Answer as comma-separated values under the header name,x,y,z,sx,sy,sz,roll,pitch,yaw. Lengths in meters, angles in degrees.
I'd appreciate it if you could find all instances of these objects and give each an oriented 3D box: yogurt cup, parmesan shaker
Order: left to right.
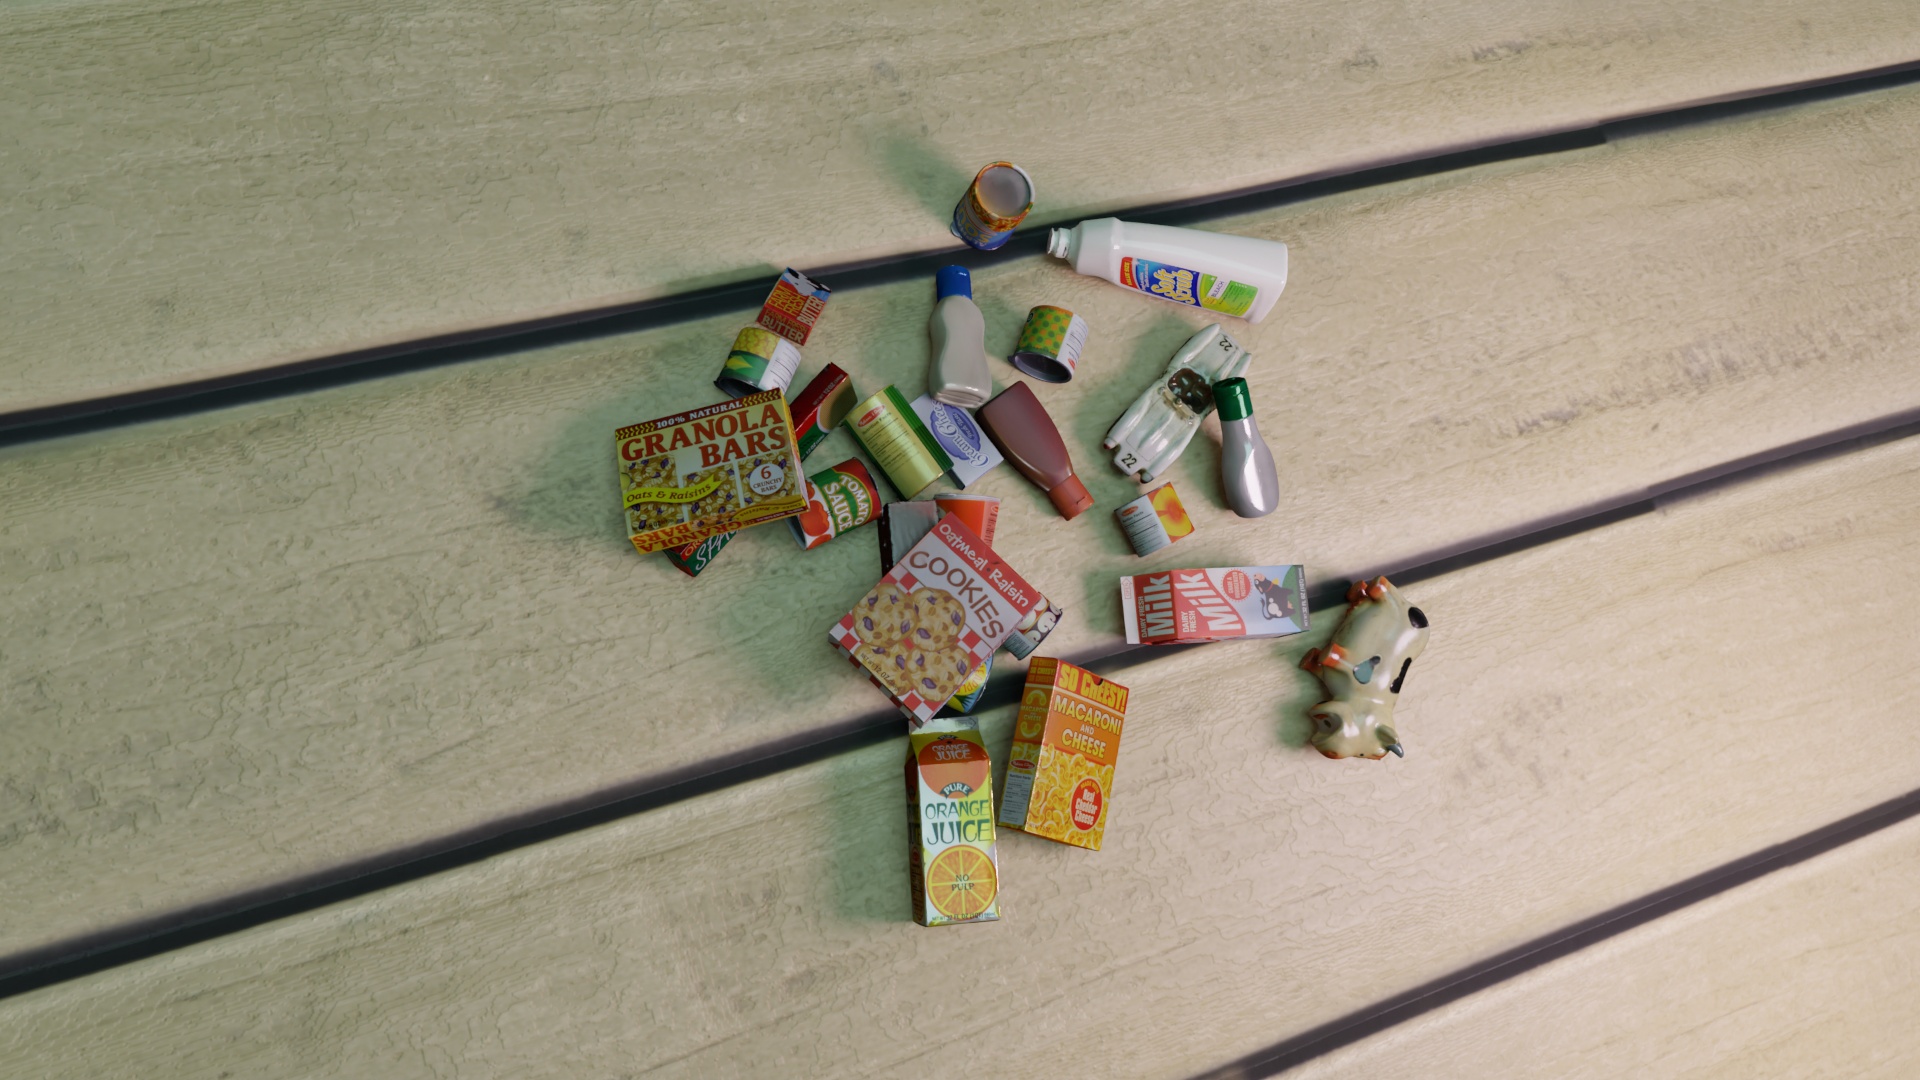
name,x,y,z,sx,sy,sz,roll,pitch,yaw
parmesan shaker,-0.064,-0.095,1.387,0.071,0.071,0.103,-37,92,-18
yogurt cup,0.005,-0.017,1.392,0.072,0.072,0.054,4,87,-14

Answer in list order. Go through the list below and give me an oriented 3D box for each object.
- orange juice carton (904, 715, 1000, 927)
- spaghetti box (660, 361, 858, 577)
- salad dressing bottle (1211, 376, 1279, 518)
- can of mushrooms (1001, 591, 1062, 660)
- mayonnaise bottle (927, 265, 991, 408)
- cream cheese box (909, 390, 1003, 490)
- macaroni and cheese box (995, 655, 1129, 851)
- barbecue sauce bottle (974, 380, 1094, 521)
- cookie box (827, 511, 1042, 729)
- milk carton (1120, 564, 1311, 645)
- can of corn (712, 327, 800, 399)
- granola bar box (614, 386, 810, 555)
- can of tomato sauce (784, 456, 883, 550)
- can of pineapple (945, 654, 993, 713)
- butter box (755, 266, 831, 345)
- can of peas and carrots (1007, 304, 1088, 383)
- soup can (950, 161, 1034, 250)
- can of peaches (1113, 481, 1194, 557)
name,x,y,z,sx,sy,sz,roll,pitch,yaw
orange juice carton,-0.011,0.266,1.327,0.072,0.073,0.193,-1,79,-14
spaghetti box,-0.193,-0.069,1.352,0.029,0.050,0.251,32,70,24
salad dressing bottle,0.299,-0.098,1.467,0.064,0.044,0.147,-29,112,-34
can of mushrooms,0.070,0.083,1.388,0.033,0.071,0.071,42,72,-3
mayonnaise bottle,-0.004,-0.210,1.424,0.065,0.041,0.148,10,63,-30
cream cheese box,-0.008,-0.107,1.425,0.053,0.024,0.104,-38,91,-17
macaroni and cheese box,0.103,0.209,1.356,0.123,0.040,0.167,26,71,-44
barbecue sauce bottle,0.081,-0.089,1.436,0.065,0.043,0.148,-37,91,-19
cookie box,-0.023,0.074,1.312,0.123,0.040,0.168,43,73,7
milk carton,0.258,0.067,1.437,0.191,0.073,0.072,-3,81,-15
can of corn,-0.200,-0.169,1.364,0.071,0.071,0.058,25,74,-9
granola bar box,-0.235,-0.067,1.304,0.166,0.039,0.124,-15,61,-1
can of tomato sauce,-0.127,-0.035,1.355,0.083,0.071,0.071,-25,87,-17
can of pineapple,-0.007,0.128,1.356,0.058,0.071,0.071,25,75,-9
butter box,-0.164,-0.232,1.375,0.053,0.024,0.104,26,31,-9
can of peas and carrots,0.092,-0.205,1.450,0.071,0.071,0.059,23,74,-10
soup can,0.032,-0.348,1.451,0.071,0.083,0.071,3,80,-14
can of peaches,0.203,-0.022,1.444,0.071,0.071,0.058,-26,87,-18
